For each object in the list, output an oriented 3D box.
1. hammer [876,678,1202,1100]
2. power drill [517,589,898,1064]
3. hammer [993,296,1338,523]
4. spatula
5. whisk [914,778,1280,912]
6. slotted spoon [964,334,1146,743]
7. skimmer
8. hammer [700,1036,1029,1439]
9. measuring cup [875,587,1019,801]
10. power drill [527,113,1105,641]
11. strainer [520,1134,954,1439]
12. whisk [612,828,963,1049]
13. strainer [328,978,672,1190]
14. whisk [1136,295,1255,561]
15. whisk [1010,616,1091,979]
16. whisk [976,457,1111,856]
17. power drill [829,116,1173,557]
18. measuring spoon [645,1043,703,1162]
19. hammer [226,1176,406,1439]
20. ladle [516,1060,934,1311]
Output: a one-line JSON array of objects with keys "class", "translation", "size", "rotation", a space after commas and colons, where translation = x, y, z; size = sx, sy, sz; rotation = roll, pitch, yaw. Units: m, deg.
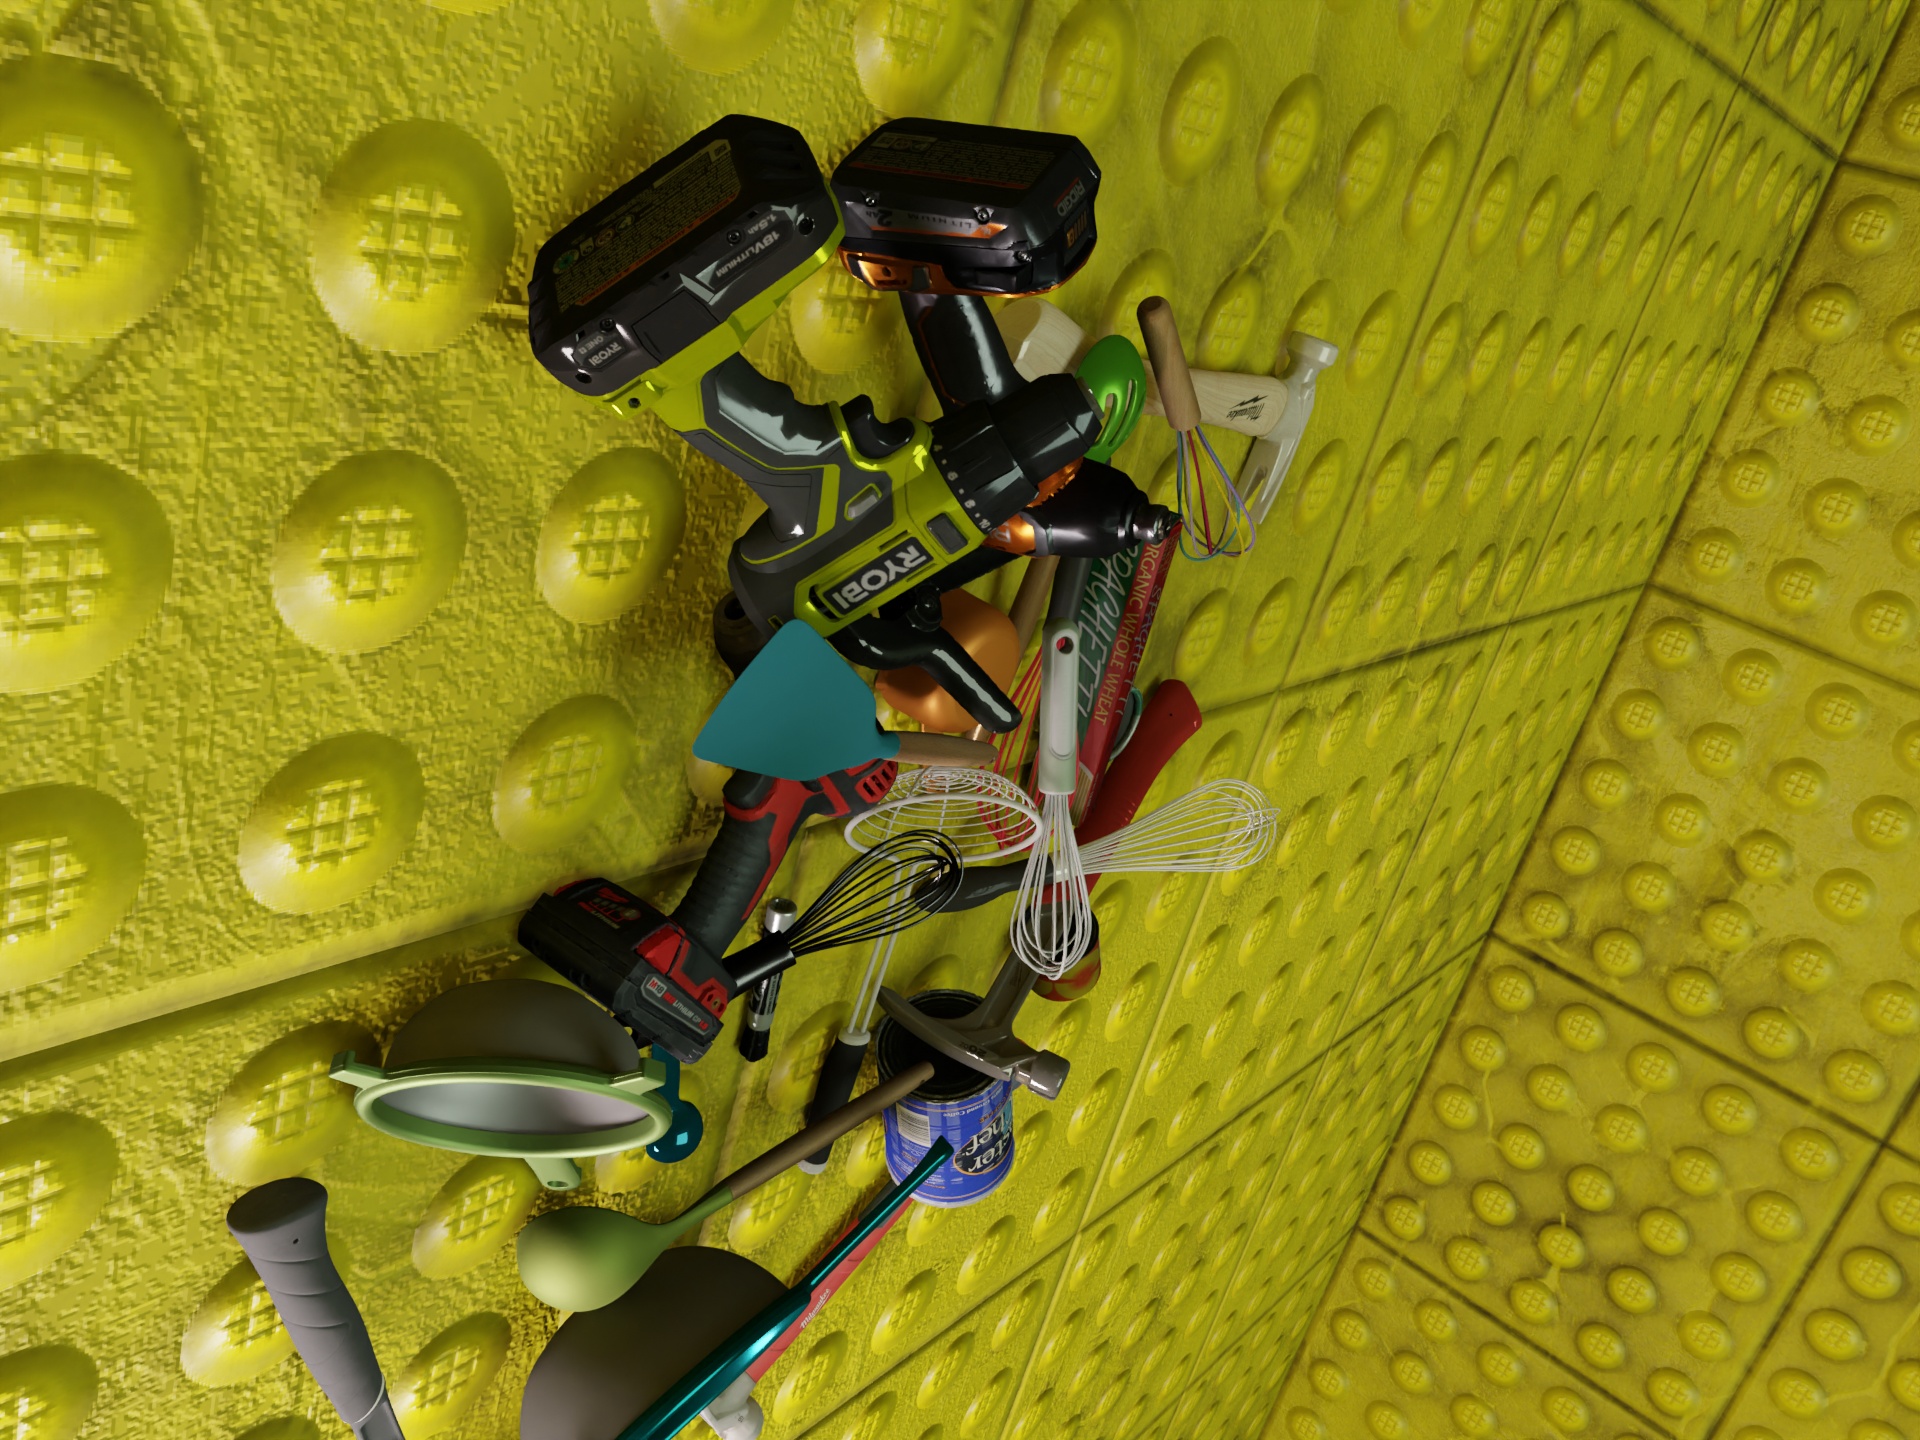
[{"class": "hammer", "translation": [0.083, 0.105, 1.213], "size": [0.359, 0.149, 0.036], "rotation": [-57, 167, -29]}, {"class": "power drill", "translation": [-0.131, 0.052, 0.854], "size": [0.227, 0.080, 0.187], "rotation": [-54, 150, -16]}, {"class": "hammer", "translation": [0.137, -0.213, 1.071], "size": [0.410, 0.038, 0.146], "rotation": [-6, 121, -54]}, {"class": "spatula", "translation": [-0.037, 0.006, 0.873], "size": [0.082, 0.044, 0.317], "rotation": [-52, 163, 9]}, {"class": "whisk", "translation": [0.103, 0.099, 1.163], "size": [0.284, 0.070, 0.070], "rotation": [-12, 132, -13]}, {"class": "slotted spoon", "translation": [0.053, -0.095, 1.017], "size": [0.070, 0.031, 0.313], "rotation": [-16, 137, -44]}, {"class": "skimmer", "translation": [-0.049, 0.182, 1.072], "size": [0.127, 0.090, 0.363], "rotation": [8, 115, -23]}, {"class": "hammer", "translation": [-0.072, 0.394, 1.271], "size": [0.386, 0.038, 0.143], "rotation": [-45, 145, -25]}, {"class": "measuring cup", "translation": [-0.002, -0.003, 1.021], "size": [0.095, 0.052, 0.173], "rotation": [-37, 141, -35]}, {"class": "power drill", "translation": [-0.057, -0.144, 0.698], "size": [0.190, 0.080, 0.228], "rotation": [-30, 138, 12]}, {"class": "strainer", "translation": [-0.156, 0.364, 1.026], "size": [0.340, 0.095, 0.211], "rotation": [-41, 165, -16]}, {"class": "whisk", "translation": [-0.105, 0.132, 0.939], "size": [0.239, 0.055, 0.055], "rotation": [-27, 140, -14]}, {"class": "strainer", "translation": [-0.222, 0.191, 0.837], "size": [0.256, 0.151, 0.069], "rotation": [102, -10, -62]}, {"class": "whisk", "translation": [0.148, -0.184, 1.044], "size": [0.051, 0.047, 0.244], "rotation": [-21, 142, 7]}, {"class": "whisk", "translation": [0.064, 0.054, 1.061], "size": [0.057, 0.059, 0.246], "rotation": [-2, 100, -15]}, {"class": "whisk", "translation": [0.063, -0.041, 1.088], "size": [0.073, 0.073, 0.295], "rotation": [-12, 119, -52]}, {"class": "power drill", "translation": [0.026, -0.178, 0.807], "size": [0.084, 0.164, 0.226], "rotation": [-56, 150, -34]}, {"class": "measuring spoon", "translation": [-0.176, 0.233, 0.989], "size": [0.042, 0.021, 0.128], "rotation": [-34, 142, -38]}, {"class": "hammer", "translation": [-0.330, 0.384, 0.876], "size": [0.149, 0.036, 0.408], "rotation": [-35, 141, -35]}, {"class": "ladle", "translation": [-0.139, 0.284, 1.030], "size": [0.320, 0.062, 0.078], "rotation": [-22, 143, -43]}]
